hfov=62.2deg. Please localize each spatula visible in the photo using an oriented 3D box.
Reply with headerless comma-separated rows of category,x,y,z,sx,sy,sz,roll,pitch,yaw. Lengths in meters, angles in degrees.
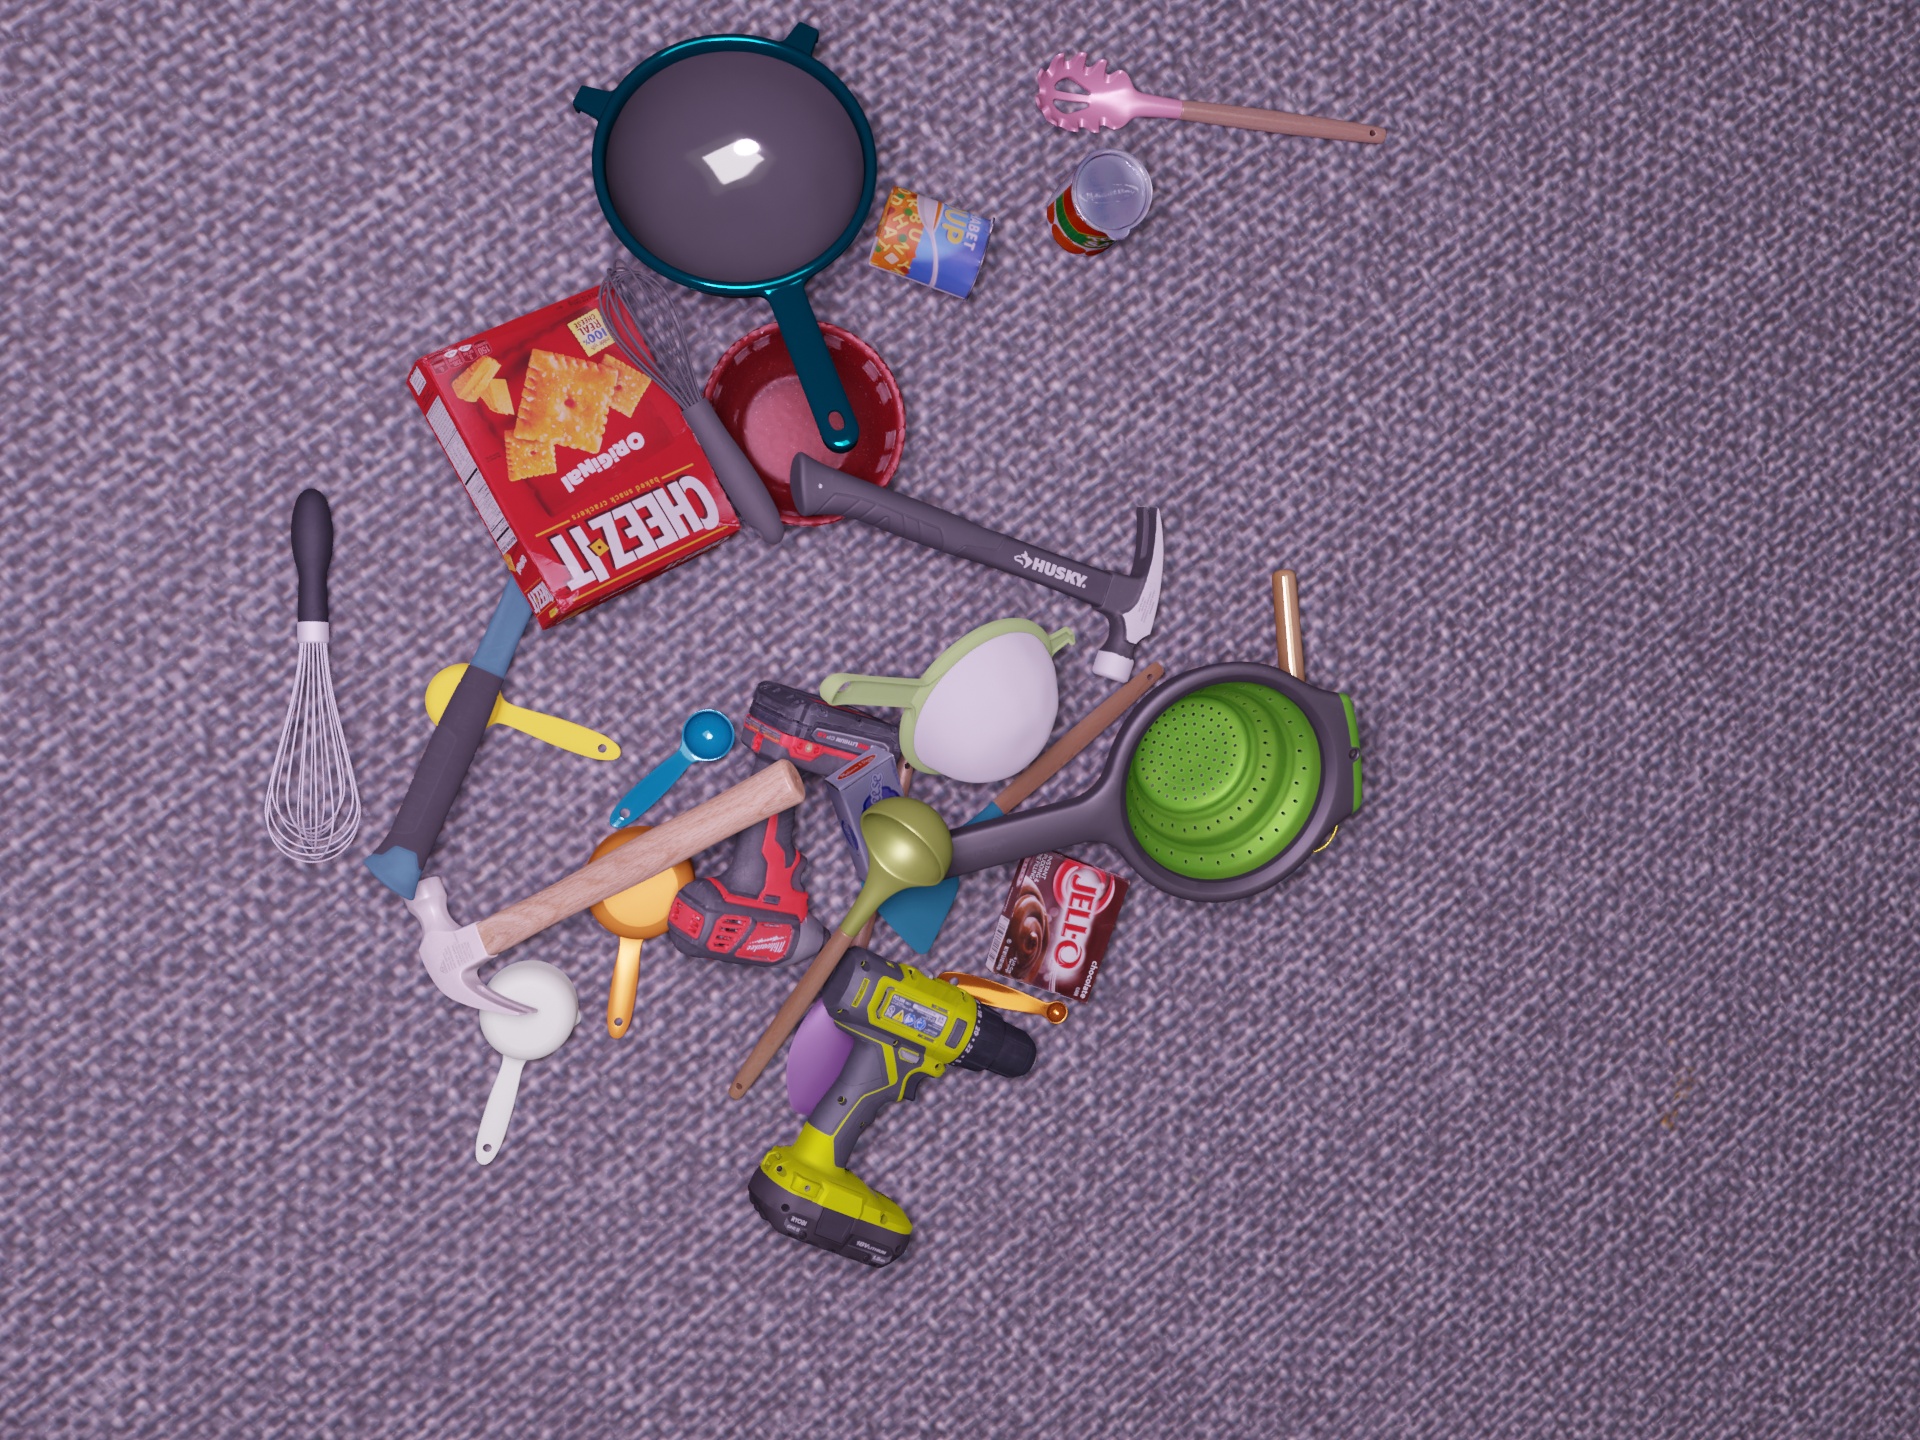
spatula,0.055,0.059,1.325,0.317,0.044,0.082,-41,101,-8
spatula,-0.084,0.175,1.316,0.059,0.018,0.316,15,91,-16

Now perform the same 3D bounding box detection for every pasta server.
pasta server,0.211,-0.507,1.328,0.316,0.040,0.060,2,105,-13

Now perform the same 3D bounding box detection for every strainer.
strainer,-0.148,-0.349,1.214,0.211,0.095,0.340,-20,83,-9
strainer,-0.002,-0.004,1.207,0.069,0.256,0.151,44,113,30

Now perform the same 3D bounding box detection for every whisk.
whisk,0.292,-0.008,1.369,0.051,0.047,0.245,-4,89,-50
whisk,-0.198,-0.237,1.196,0.055,0.055,0.239,-33,105,-8
whisk,-0.490,-0.034,1.208,0.070,0.070,0.284,0,88,-11

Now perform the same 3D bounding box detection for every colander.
colander,0.127,0.059,1.305,0.397,0.095,0.204,-14,109,-10

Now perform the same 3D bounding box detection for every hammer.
hammer,0.018,-0.146,1.275,0.334,0.035,0.146,18,92,-25
hammer,-0.264,0.119,1.202,0.331,0.031,0.130,-27,81,11
hammer,-0.368,-0.025,1.212,0.128,0.033,0.331,25,77,-18

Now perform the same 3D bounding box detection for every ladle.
ladle,-0.106,0.187,1.238,0.078,0.062,0.320,37,111,8

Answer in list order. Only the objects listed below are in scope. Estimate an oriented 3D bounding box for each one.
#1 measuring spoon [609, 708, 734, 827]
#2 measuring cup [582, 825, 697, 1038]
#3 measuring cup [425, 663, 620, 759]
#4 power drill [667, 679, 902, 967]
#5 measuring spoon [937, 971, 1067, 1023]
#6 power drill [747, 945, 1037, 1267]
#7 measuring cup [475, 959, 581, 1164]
measuring spoon,-0.234,0.040,1.283,0.128,0.021,0.042,-43,99,3
measuring cup,-0.261,0.172,1.263,0.095,0.052,0.173,9,89,-12
measuring cup,-0.343,0.001,1.248,0.156,0.029,0.062,20,89,-9
power drill,-0.134,0.091,1.259,0.143,0.079,0.219,18,94,-43
measuring spoon,0.035,0.233,1.349,0.117,0.011,0.021,18,90,-8
power drill,-0.054,0.318,1.299,0.190,0.080,0.228,28,85,-22
measuring cup,-0.355,0.274,1.257,0.083,0.038,0.167,17,88,-12
